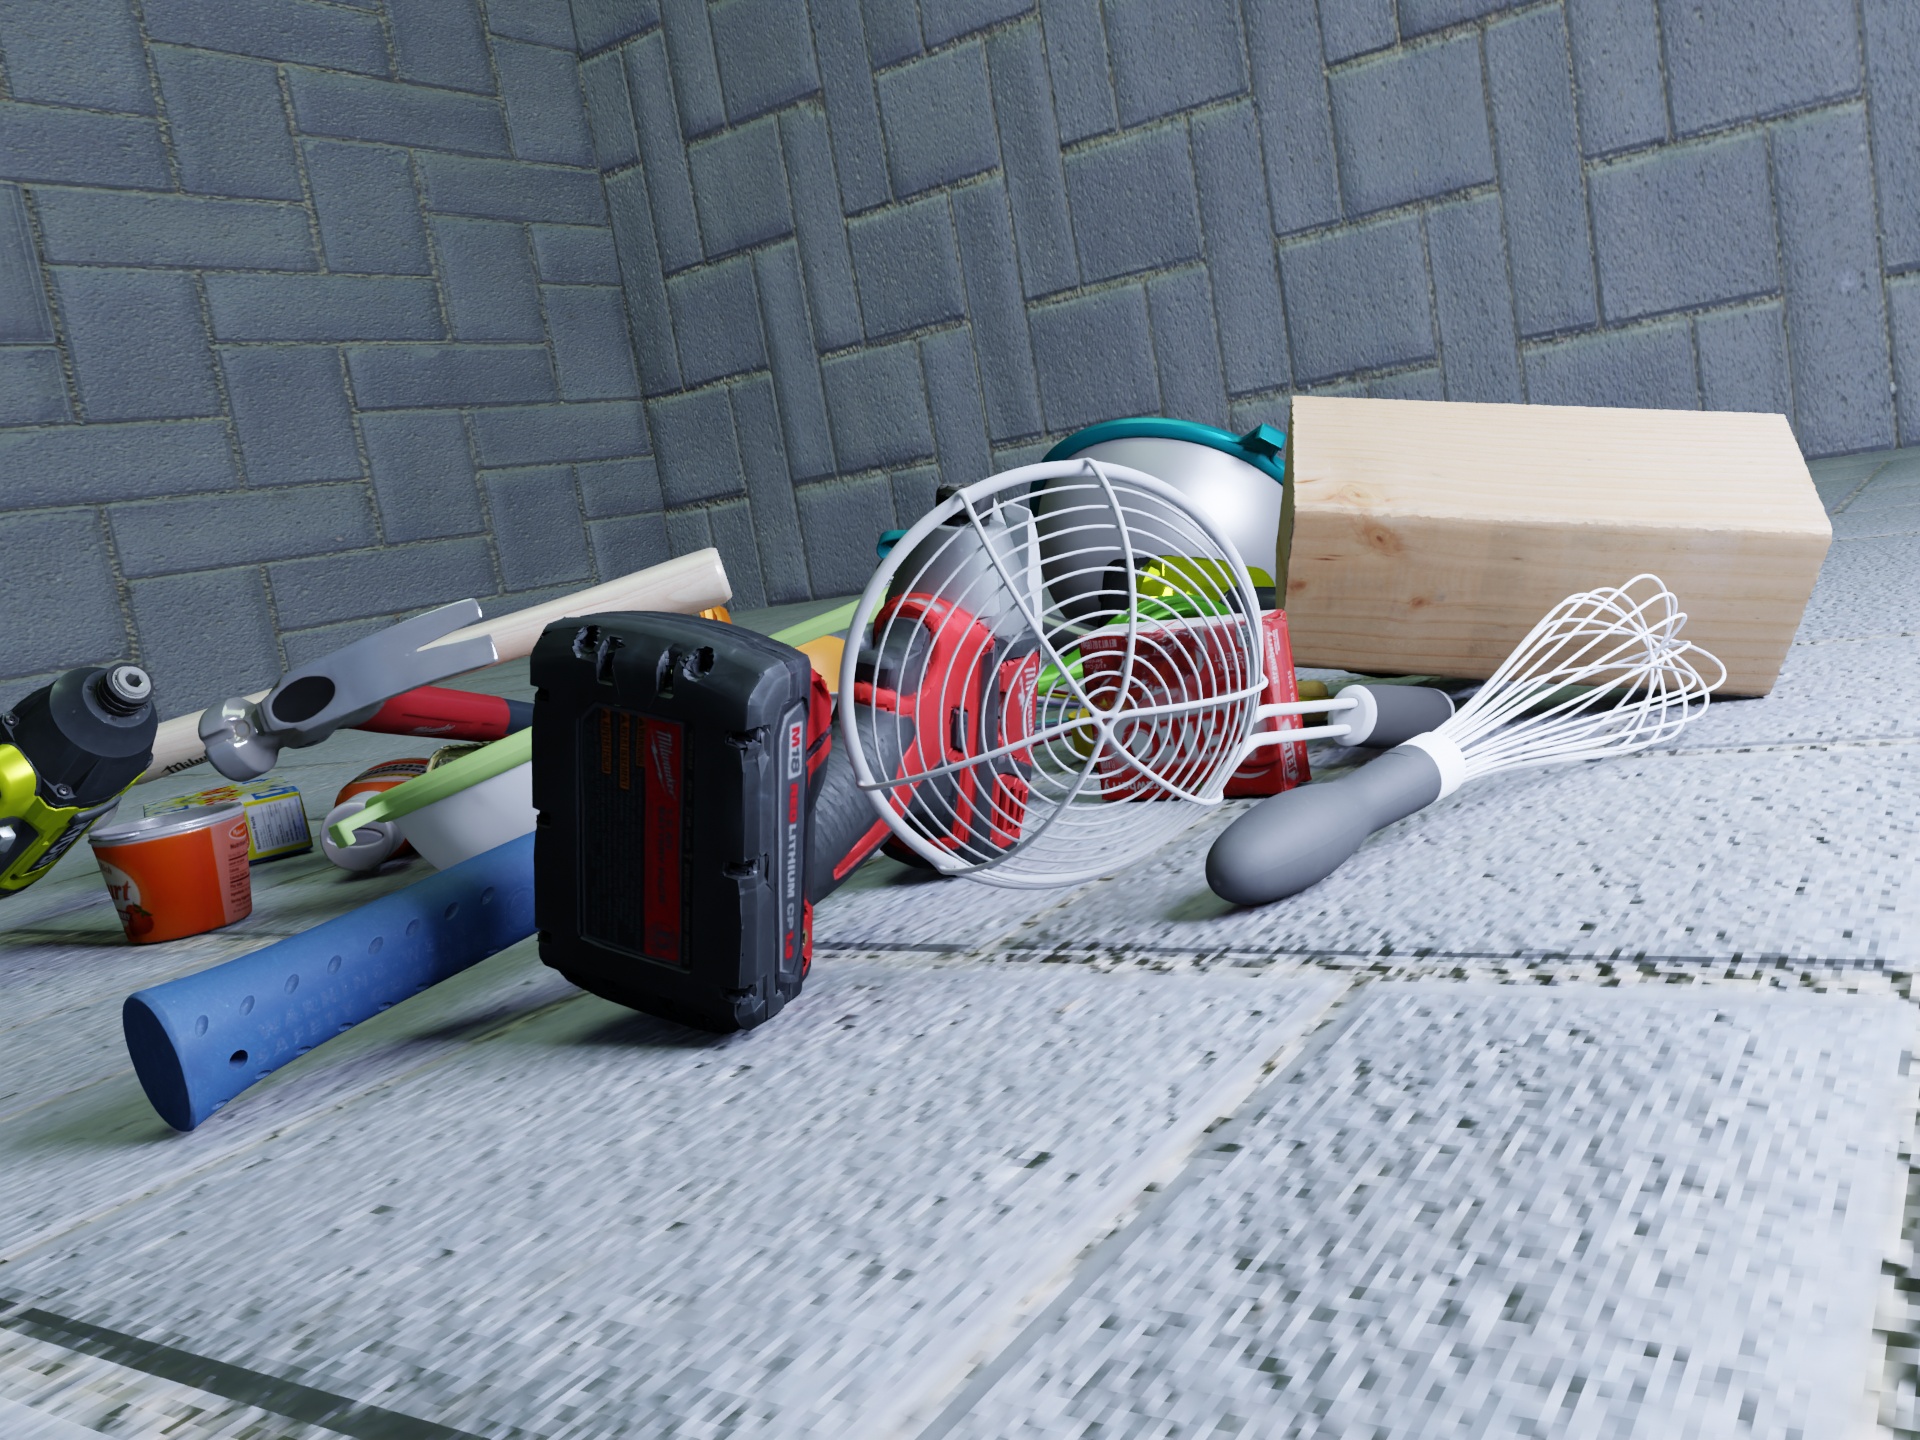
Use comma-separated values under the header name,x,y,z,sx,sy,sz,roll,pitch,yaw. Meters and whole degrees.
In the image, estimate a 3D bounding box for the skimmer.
name,x,y,z,sx,sy,sz,roll,pitch,yaw
skimmer,0.095,-0.012,0.565,0.090,0.127,0.363,25,13,27

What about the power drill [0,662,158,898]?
name,x,y,z,sx,sy,sz,roll,pitch,yaw
power drill,-0.451,0.051,0.660,0.171,0.080,0.223,-34,3,31

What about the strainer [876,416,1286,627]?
name,x,y,z,sx,sy,sz,roll,pitch,yaw
strainer,0.081,-0.098,1.093,0.340,0.210,0.095,1,56,28

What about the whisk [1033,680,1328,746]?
name,x,y,z,sx,sy,sz,roll,pitch,yaw
whisk,0.067,-0.002,0.829,0.245,0.047,0.051,-3,7,15

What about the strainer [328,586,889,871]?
name,x,y,z,sx,sy,sz,roll,pitch,yaw
strainer,-0.133,0.016,0.704,0.256,0.069,0.151,-21,6,9

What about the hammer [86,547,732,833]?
name,x,y,z,sx,sy,sz,roll,pitch,yaw
hammer,-0.329,-0.023,0.883,0.410,0.038,0.146,-19,-7,-8

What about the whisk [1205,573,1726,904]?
name,x,y,z,sx,sy,sz,roll,pitch,yaw
whisk,0.181,0.007,0.559,0.284,0.070,0.070,-21,12,-37

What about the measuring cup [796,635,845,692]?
name,x,y,z,sx,sy,sz,roll,pitch,yaw
measuring cup,-0.110,-0.031,0.953,0.095,0.052,0.173,-14,-19,9

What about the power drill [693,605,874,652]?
name,x,y,z,sx,sy,sz,roll,pitch,yaw
power drill,-0.111,-0.046,1.180,0.226,0.084,0.164,-9,-7,-14

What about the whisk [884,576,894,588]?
name,x,y,z,sx,sy,sz,roll,pitch,yaw
whisk,0.007,-0.049,0.942,0.058,0.059,0.246,4,-9,19

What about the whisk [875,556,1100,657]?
name,x,y,z,sx,sy,sz,roll,pitch,yaw
whisk,0.041,-0.062,1.050,0.239,0.055,0.055,22,23,29

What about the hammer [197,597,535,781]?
name,x,y,z,sx,sy,sz,roll,pitch,yaw
hammer,-0.256,-0.006,0.907,0.143,0.038,0.386,-23,-6,6

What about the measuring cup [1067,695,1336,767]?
name,x,y,z,sx,sy,sz,roll,pitch,yaw
measuring cup,0.123,0.005,0.746,0.156,0.029,0.062,-1,11,35

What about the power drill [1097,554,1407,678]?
name,x,y,z,sx,sy,sz,roll,pitch,yaw
power drill,0.210,-0.055,0.887,0.190,0.080,0.228,-3,3,-43

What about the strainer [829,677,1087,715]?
name,x,y,z,sx,sy,sz,roll,pitch,yaw
strainer,0.009,-0.008,0.938,0.258,0.050,0.087,-6,-4,-20

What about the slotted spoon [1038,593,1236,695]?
name,x,y,z,sx,sy,sz,roll,pitch,yaw
slotted spoon,-0.001,-0.002,0.783,0.313,0.031,0.070,-22,28,-10

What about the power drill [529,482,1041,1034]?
name,x,y,z,sx,sy,sz,roll,pitch,yaw
power drill,-0.038,0.001,0.523,0.078,0.143,0.219,12,18,25

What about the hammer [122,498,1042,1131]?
name,x,y,z,sx,sy,sz,roll,pitch,yaw
hammer,-0.095,0.024,0.577,0.035,0.144,0.405,22,31,32
